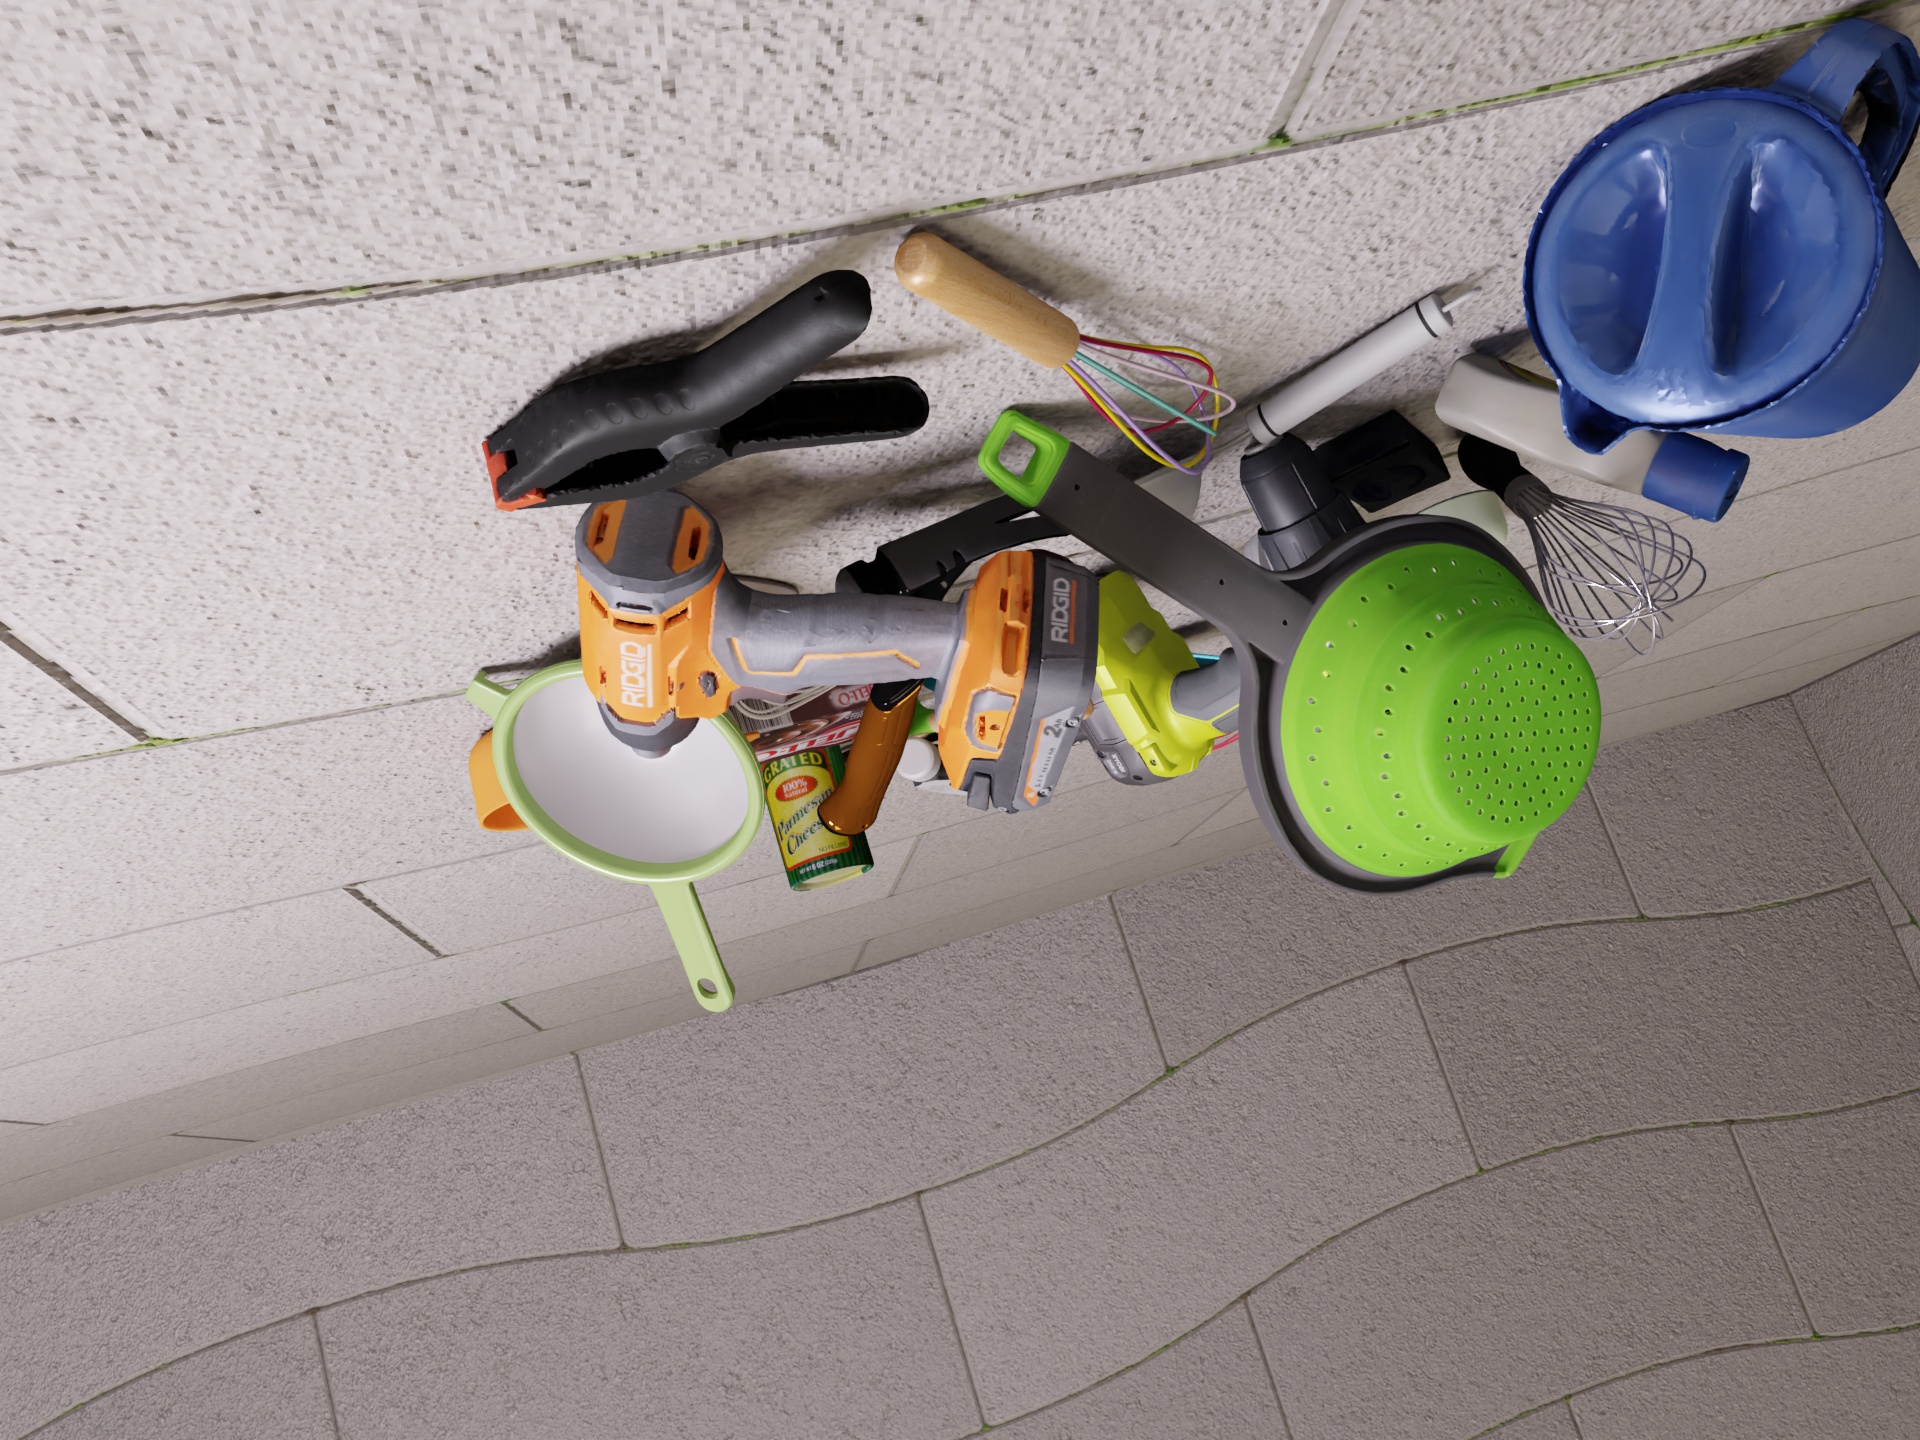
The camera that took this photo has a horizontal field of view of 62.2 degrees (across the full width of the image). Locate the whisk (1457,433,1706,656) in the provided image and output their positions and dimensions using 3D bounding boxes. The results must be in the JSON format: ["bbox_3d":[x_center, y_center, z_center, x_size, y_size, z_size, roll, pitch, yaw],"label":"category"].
[{"bbox_3d":[0.312,-0.109,0.848,0.070,0.070,0.285,-20,-156,9],"label":"whisk"}]

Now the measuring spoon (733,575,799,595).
[{"bbox_3d":[-0.122,-0.064,0.820,0.034,0.018,0.124,-26,165,30],"label":"measuring spoon"}]

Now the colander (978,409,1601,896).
[{"bbox_3d":[0.185,-0.037,0.771,0.396,0.204,0.094,29,177,-23],"label":"colander"}]

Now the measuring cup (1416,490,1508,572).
[{"bbox_3d":[0.358,-0.120,1.170,0.083,0.038,0.167,-19,165,7],"label":"measuring cup"}]

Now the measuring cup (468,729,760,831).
[{"bbox_3d":[-0.210,0.015,0.958,0.173,0.052,0.095,-19,167,-4],"label":"measuring cup"}]

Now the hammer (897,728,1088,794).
[{"bbox_3d":[0.126,-0.001,1.198,0.335,0.035,0.146,-15,167,14],"label":"hammer"}]

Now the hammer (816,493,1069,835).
[{"bbox_3d":[-0.034,-0.015,0.930,0.127,0.034,0.336,-26,162,-24],"label":"hammer"}]

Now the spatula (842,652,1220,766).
[{"bbox_3d":[0.058,-0.008,1.225,0.317,0.044,0.082,-18,169,7],"label":"spatula"}]

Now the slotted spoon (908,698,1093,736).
[{"bbox_3d":[-0.002,-0.003,0.988,0.031,0.070,0.314,29,166,-22],"label":"slotted spoon"}]

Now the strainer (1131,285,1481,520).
[{"bbox_3d":[0.147,-0.144,0.804,0.258,0.050,0.087,-30,178,33],"label":"strainer"}]

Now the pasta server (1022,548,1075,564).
[{"bbox_3d":[0.046,-0.030,0.909,0.040,0.060,0.316,-58,171,-13],"label":"pasta server"}]

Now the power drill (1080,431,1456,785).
[{"bbox_3d":[0.158,-0.055,0.933,0.228,0.190,0.080,-17,-161,48],"label":"power drill"}]

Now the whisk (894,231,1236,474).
[{"bbox_3d":[0.051,-0.153,0.654,0.047,0.051,0.244,-50,150,19],"label":"whisk"}]

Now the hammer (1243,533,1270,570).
[{"bbox_3d":[0.275,-0.077,1.116,0.033,0.128,0.331,-47,164,26],"label":"hammer"}]

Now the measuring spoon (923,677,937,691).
[{"bbox_3d":[0.021,-0.046,1.068,0.128,0.021,0.042,-27,164,39],"label":"measuring spoon"}]

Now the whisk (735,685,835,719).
[{"bbox_3d":[-0.059,-0.036,0.955,0.058,0.059,0.246,-3,-178,35],"label":"whisk"}]

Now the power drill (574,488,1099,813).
[{"bbox_3d":[-0.062,-0.022,0.737,0.226,0.084,0.164,9,145,-5],"label":"power drill"}]

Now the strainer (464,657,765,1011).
[{"bbox_3d":[-0.164,0.056,0.904,0.151,0.069,0.256,-3,126,14],"label":"strainer"}]

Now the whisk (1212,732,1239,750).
[{"bbox_3d":[0.283,-0.053,1.316,0.296,0.073,0.073,-30,163,22],"label":"whisk"}]
